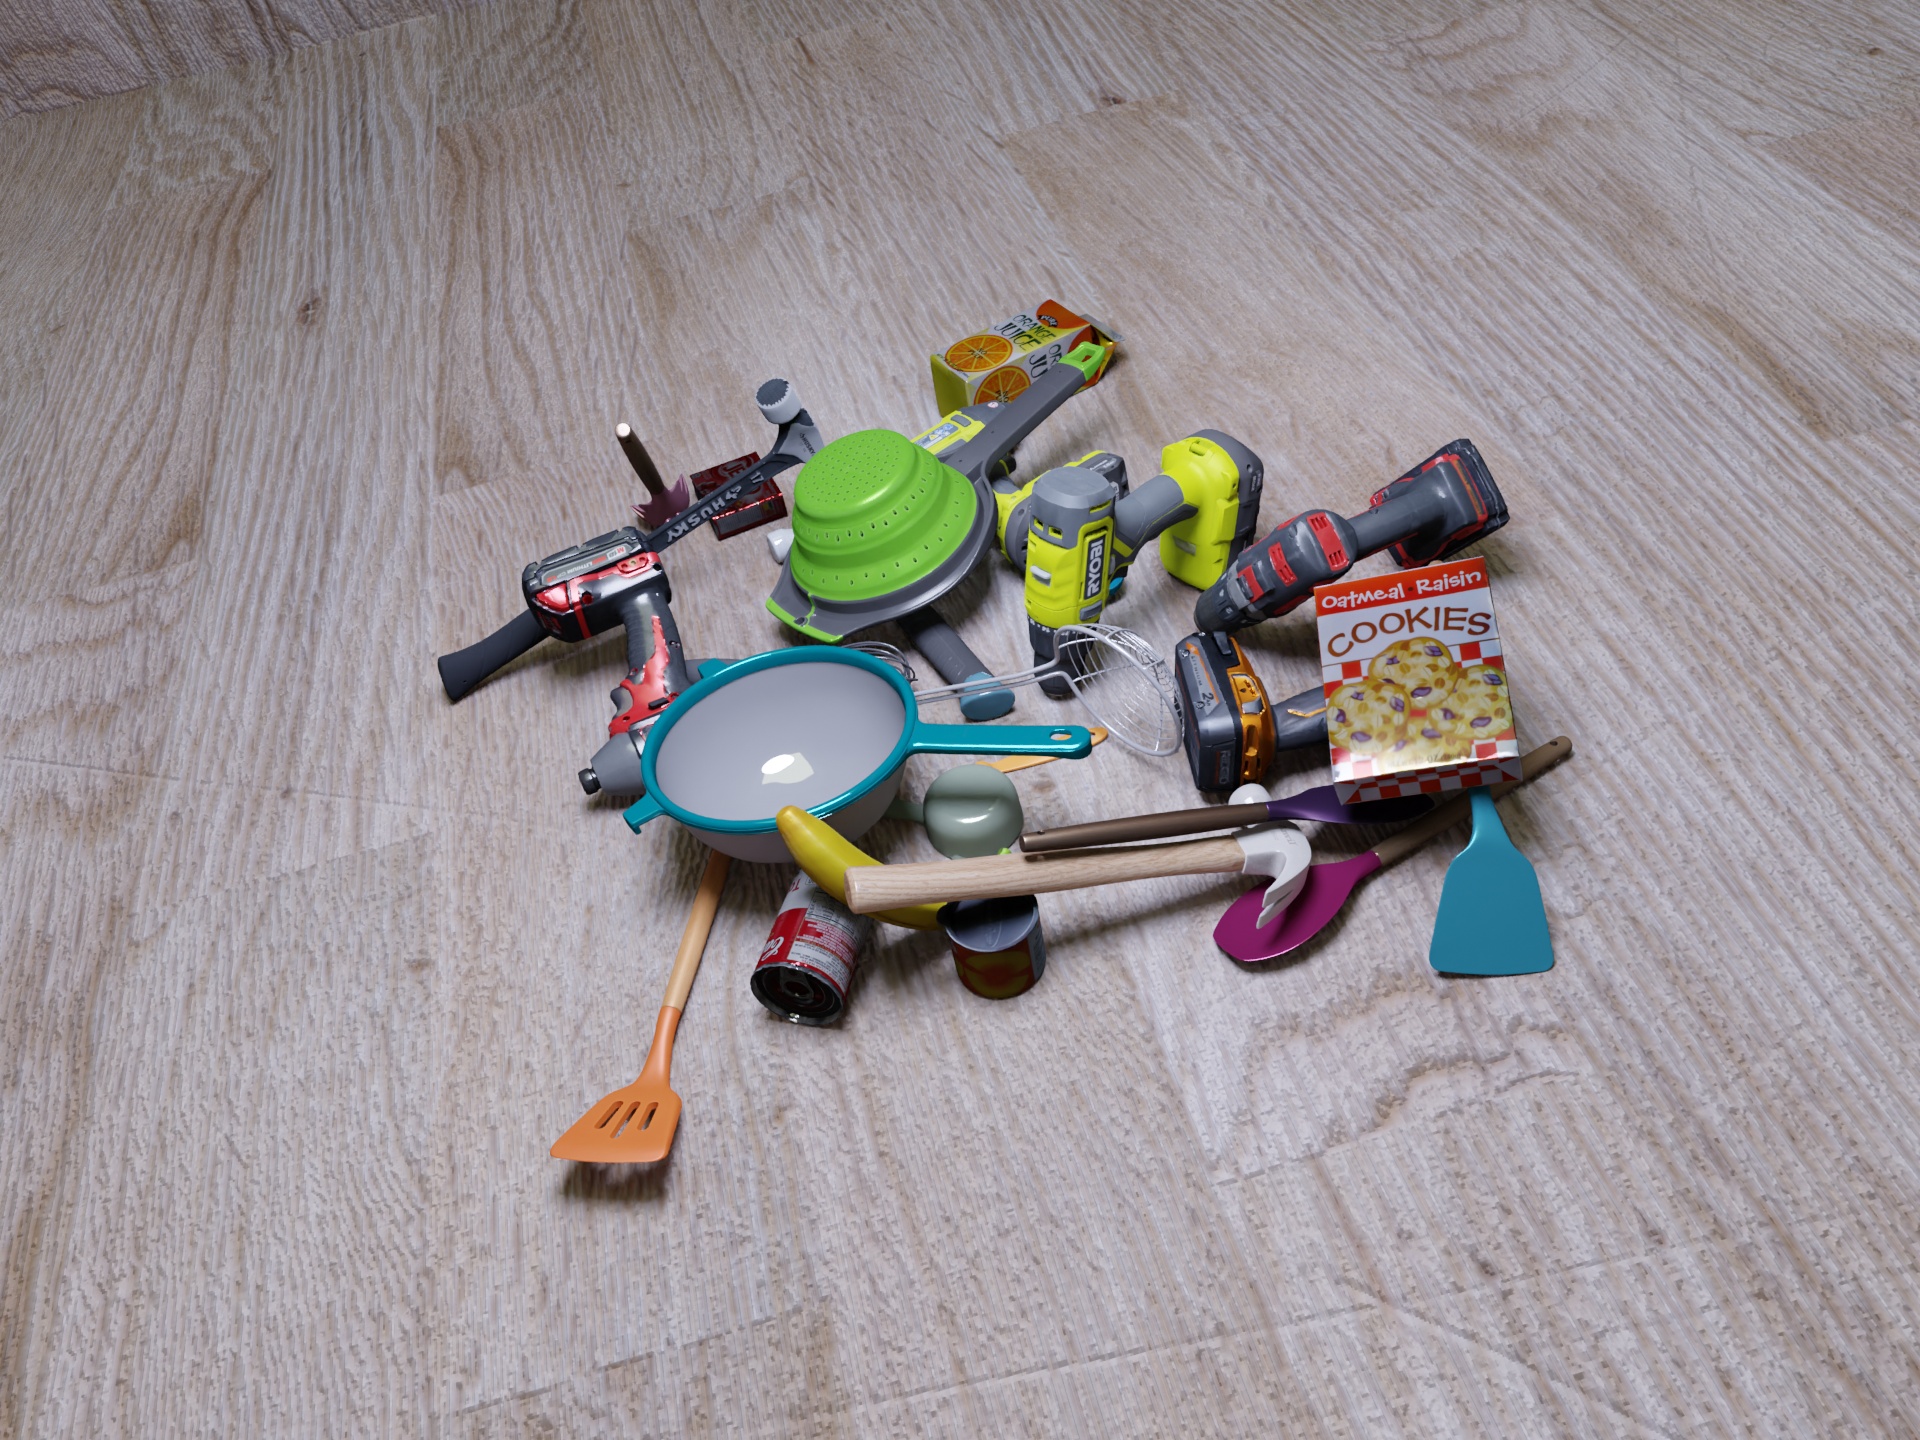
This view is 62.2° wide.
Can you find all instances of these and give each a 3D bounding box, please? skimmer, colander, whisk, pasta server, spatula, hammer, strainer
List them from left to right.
[{"bbox_3d":[-0.294,-0.143,1.427,0.409,0.149,0.036,-34,54,-1],"label":"hammer"},{"bbox_3d":[-0.283,-0.224,1.436,0.060,0.316,0.040,-33,87,-5],"label":"pasta server"},{"bbox_3d":[-0.204,0.184,1.143,0.081,0.041,0.323,-1,44,12],"label":"spatula"},{"bbox_3d":[-0.150,-0.039,1.355,0.239,0.055,0.055,0,45,19],"label":"whisk"},{"bbox_3d":[-0.067,0.041,1.195,0.340,0.095,0.211,0,40,14],"label":"strainer"},{"bbox_3d":[-0.051,-0.103,1.408,0.128,0.033,0.331,-27,46,-14],"label":"hammer"},{"bbox_3d":[-0.021,-0.237,1.393,0.397,0.094,0.205,-44,45,-18],"label":"colander"},{"bbox_3d":[-0.002,-0.004,1.248,0.363,0.127,0.090,-9,42,20],"label":"skimmer"},{"bbox_3d":[0.085,0.103,1.097,0.331,0.031,0.130,-4,32,-14],"label":"hammer"},{"bbox_3d":[0.191,0.069,1.117,0.316,0.018,0.060,-5,28,-17],"label":"spatula"},{"bbox_3d":[0.356,0.023,1.124,0.082,0.044,0.318,-1,59,3],"label":"spatula"}]

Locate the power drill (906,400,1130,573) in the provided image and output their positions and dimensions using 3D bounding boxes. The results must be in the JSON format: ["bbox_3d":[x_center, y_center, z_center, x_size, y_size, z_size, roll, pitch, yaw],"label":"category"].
[{"bbox_3d":[0.048,-0.227,1.482,0.171,0.080,0.223,-35,45,-21],"label":"power drill"}]

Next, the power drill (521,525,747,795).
[{"bbox_3d":[-0.278,-0.041,1.326,0.143,0.078,0.220,-24,68,-12],"label":"power drill"}]

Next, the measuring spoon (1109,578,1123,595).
[{"bbox_3d":[0.105,-0.088,1.375,0.042,0.021,0.129,16,60,25],"label":"measuring spoon"}]

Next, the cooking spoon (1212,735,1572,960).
[{"bbox_3d":[0.318,0.088,1.142,0.319,0.017,0.069,-28,33,-16],"label":"cooking spoon"}]

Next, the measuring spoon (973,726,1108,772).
[{"bbox_3d":[0.063,0.024,1.268,0.117,0.011,0.021,-18,44,-6],"label":"measuring spoon"}]

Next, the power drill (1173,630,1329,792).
[{"bbox_3d":[0.283,-0.026,1.225,0.226,0.084,0.164,-6,44,0],"label":"power drill"}]

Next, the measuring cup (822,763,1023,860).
[{"bbox_3d":[-0.034,0.060,1.232,0.167,0.038,0.083,9,48,19],"label":"measuring cup"}]

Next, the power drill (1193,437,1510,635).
[{"bbox_3d":[0.308,-0.137,1.293,0.226,0.188,0.080,-23,84,-25],"label":"power drill"}]

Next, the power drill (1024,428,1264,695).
[{"bbox_3d":[0.142,-0.134,1.311,0.228,0.190,0.080,-27,44,-35],"label":"power drill"}]
